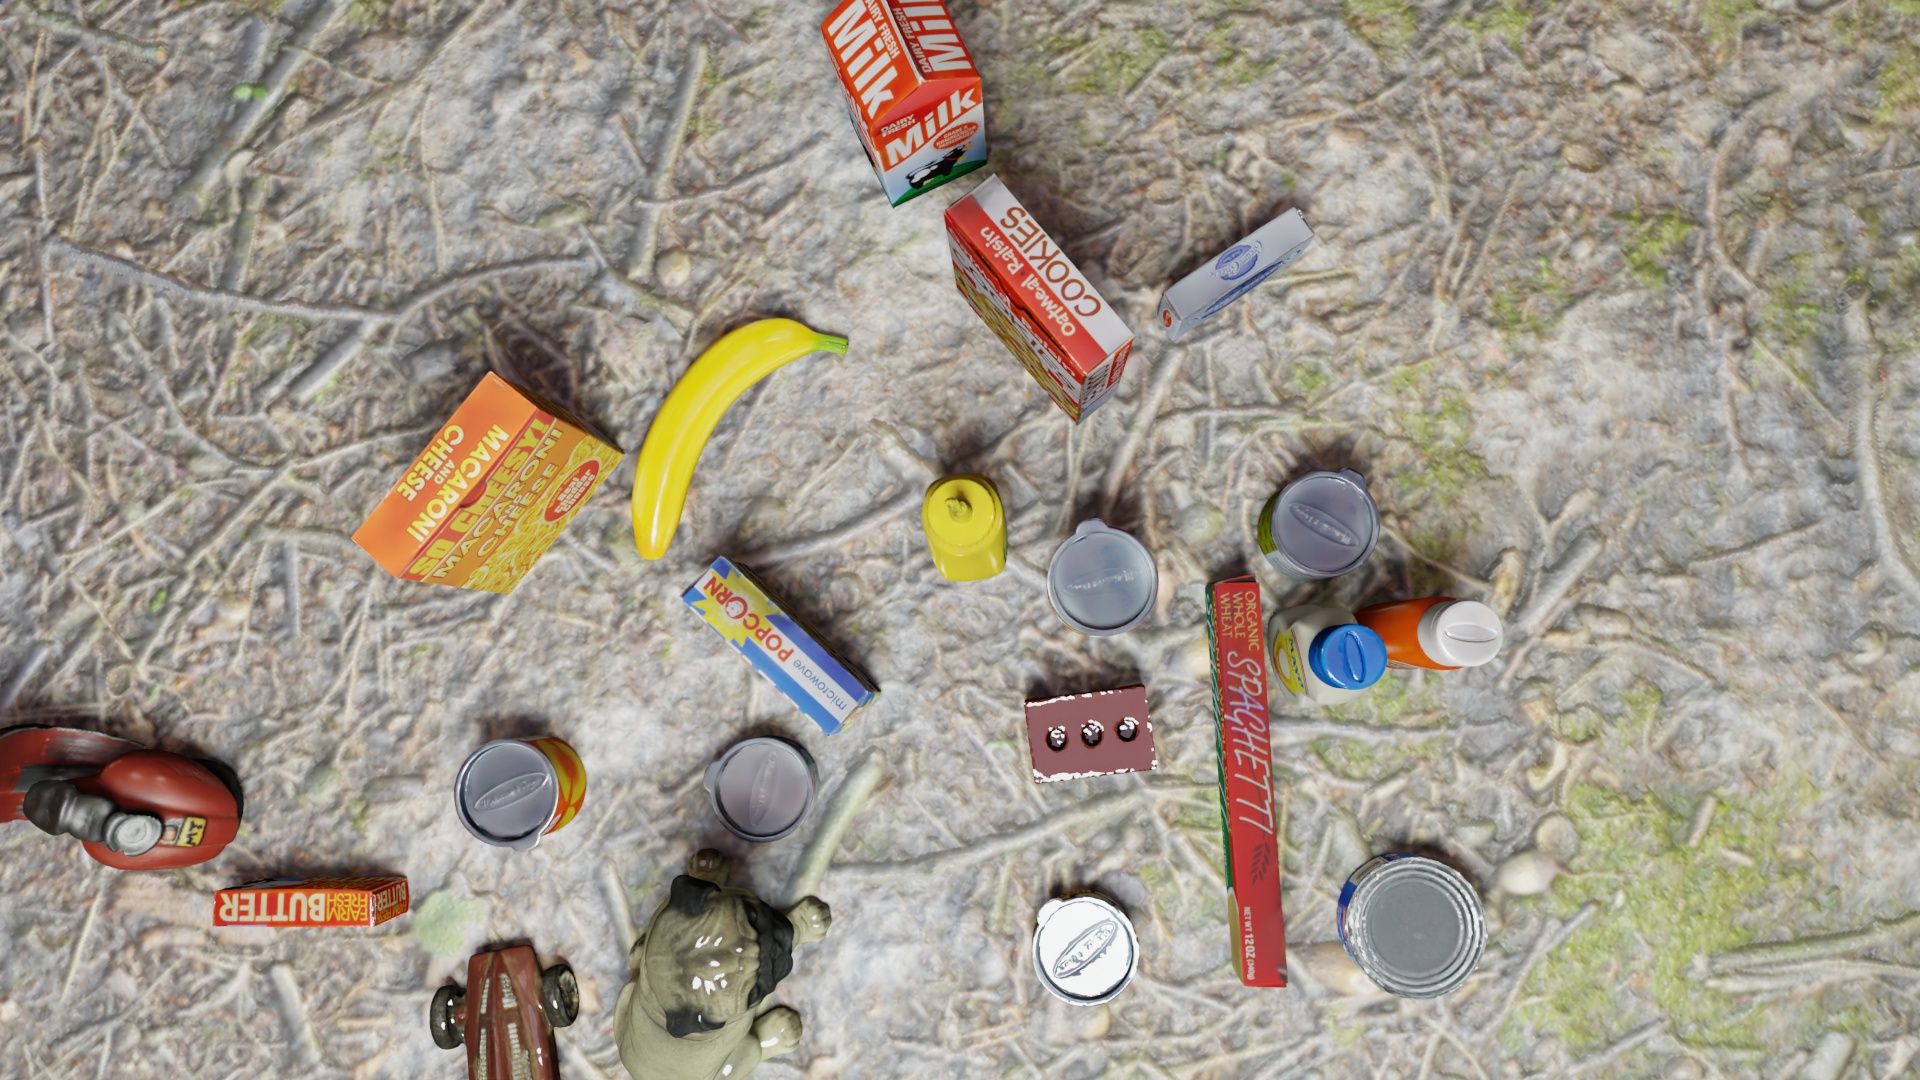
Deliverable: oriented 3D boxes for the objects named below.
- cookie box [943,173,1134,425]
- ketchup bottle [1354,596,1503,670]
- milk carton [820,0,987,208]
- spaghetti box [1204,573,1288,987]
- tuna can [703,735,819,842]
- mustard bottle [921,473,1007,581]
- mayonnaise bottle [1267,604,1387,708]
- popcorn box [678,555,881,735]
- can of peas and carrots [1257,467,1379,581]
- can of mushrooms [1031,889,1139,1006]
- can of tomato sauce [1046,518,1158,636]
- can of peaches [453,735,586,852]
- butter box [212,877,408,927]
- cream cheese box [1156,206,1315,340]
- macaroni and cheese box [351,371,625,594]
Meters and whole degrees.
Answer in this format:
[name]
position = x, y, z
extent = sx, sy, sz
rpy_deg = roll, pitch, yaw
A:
[cookie box]
position = 0.046, -0.139, 0.843
extent = 0.040, 0.167, 0.123
rpy_deg = -40, 84, -1
[ketchup bottle]
position = 0.279, 0.055, 0.823
extent = 0.065, 0.148, 0.043
rpy_deg = 4, 85, 3
[milk carton]
position = -0.032, -0.276, 0.848
extent = 0.073, 0.190, 0.072
rpy_deg = -25, 84, 0
[spaghetti box]
position = 0.178, 0.147, 0.868
extent = 0.029, 0.050, 0.250
rpy_deg = -3, 84, 2
[tuna can]
position = -0.127, 0.158, 0.889
extent = 0.071, 0.033, 0.071
rpy_deg = 0, 85, 3
[mustard bottle]
position = 0.003, -0.010, 0.836
extent = 0.049, 0.160, 0.065
rpy_deg = -8, 85, 2
[mayonnaise bottle]
position = 0.216, 0.069, 0.825
extent = 0.041, 0.148, 0.065
rpy_deg = -12, 85, 2
[popcorn box]
position = -0.110, 0.067, 0.871
extent = 0.127, 0.085, 0.038
rpy_deg = 42, 88, 5
[can of peas and carrots]
position = 0.226, -0.010, 0.877
extent = 0.071, 0.058, 0.071
rpy_deg = 0, 85, 3
[can of mushrooms]
position = 0.076, 0.253, 0.871
extent = 0.071, 0.033, 0.071
rpy_deg = 0, 85, 3
[can of tomato sauce]
position = 0.086, 0.026, 0.868
extent = 0.071, 0.083, 0.071
rpy_deg = 0, 85, 3
[can of peaches]
position = -0.278, 0.160, 0.883
extent = 0.071, 0.058, 0.071
rpy_deg = 0, 85, 3
[butter box]
position = -0.412, 0.230, 0.884
extent = 0.103, 0.053, 0.024
rpy_deg = -1, 85, 2
[cream cheese box]
position = 0.176, -0.172, 0.898
extent = 0.104, 0.053, 0.024
rpy_deg = -33, 84, -1
[macaroni and cheese box]
position = -0.279, -0.029, 0.847
extent = 0.040, 0.166, 0.124
rpy_deg = 38, 88, 5
